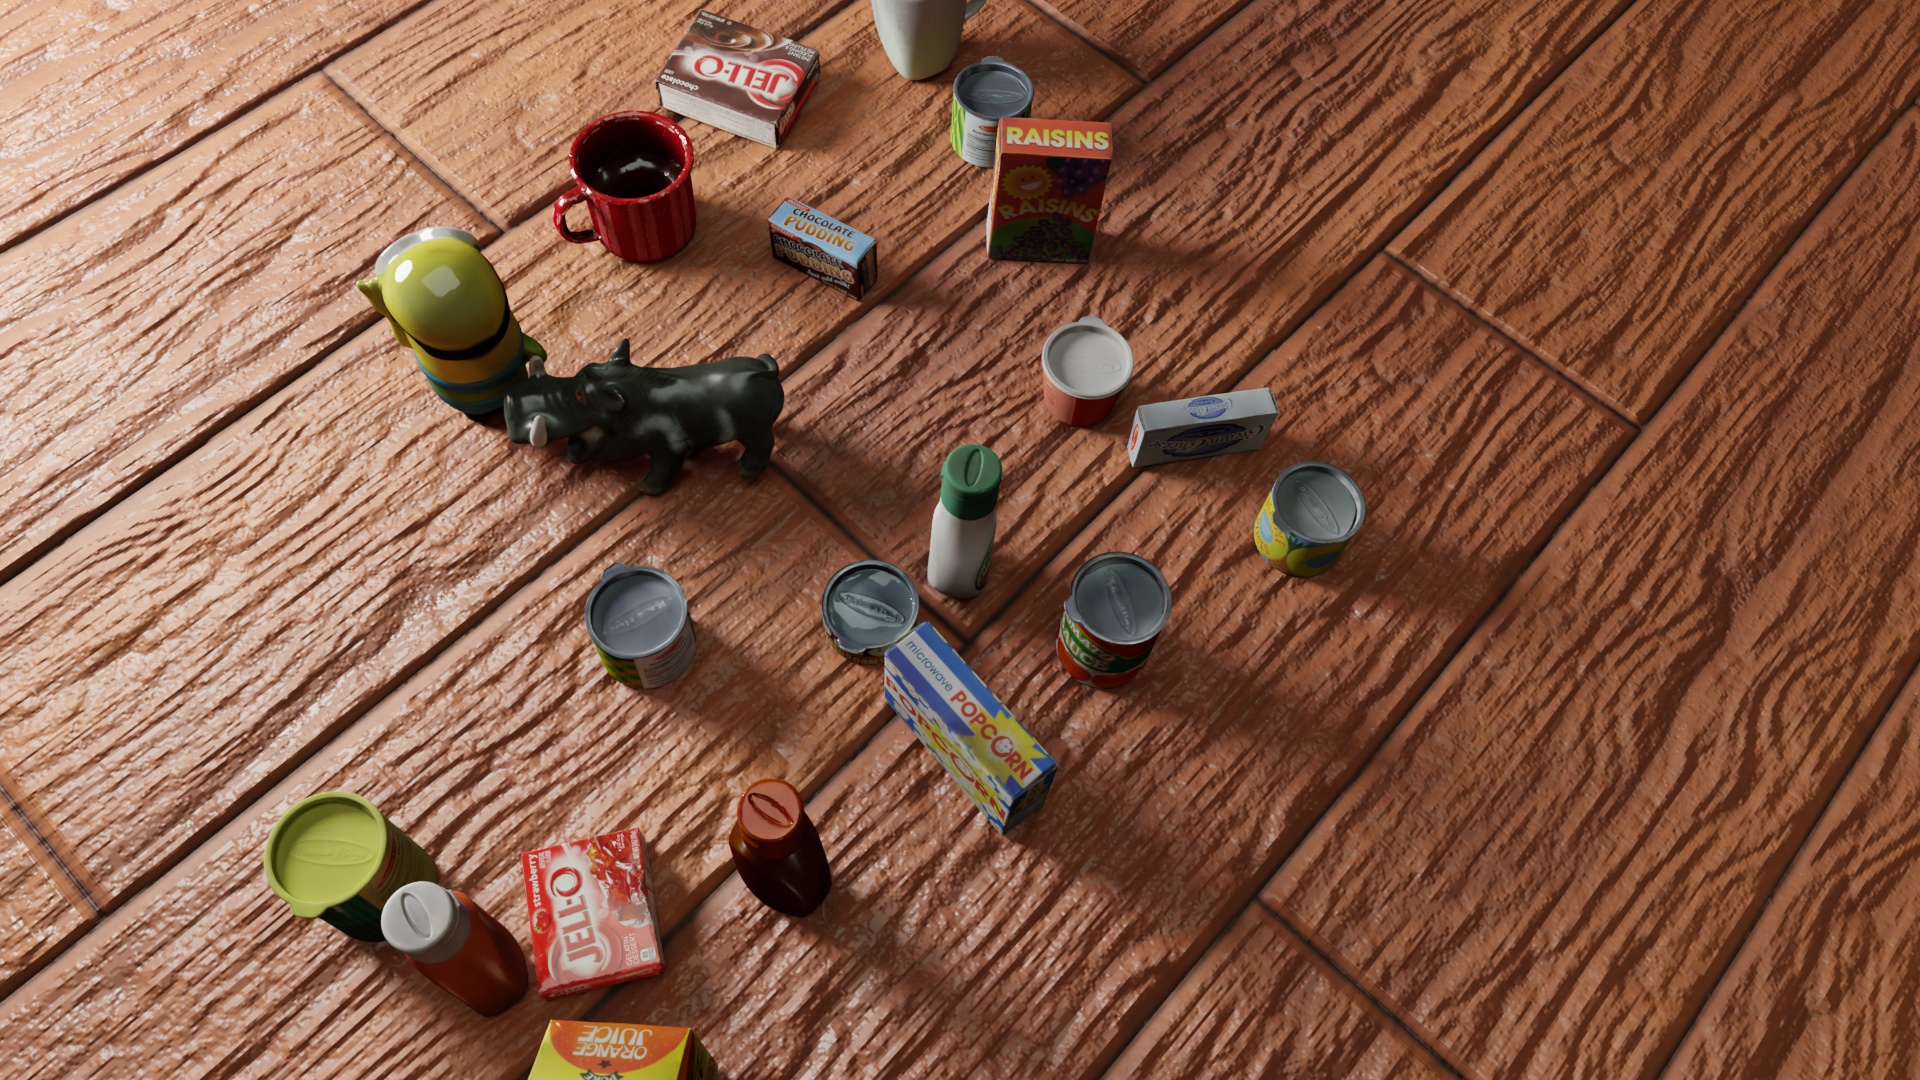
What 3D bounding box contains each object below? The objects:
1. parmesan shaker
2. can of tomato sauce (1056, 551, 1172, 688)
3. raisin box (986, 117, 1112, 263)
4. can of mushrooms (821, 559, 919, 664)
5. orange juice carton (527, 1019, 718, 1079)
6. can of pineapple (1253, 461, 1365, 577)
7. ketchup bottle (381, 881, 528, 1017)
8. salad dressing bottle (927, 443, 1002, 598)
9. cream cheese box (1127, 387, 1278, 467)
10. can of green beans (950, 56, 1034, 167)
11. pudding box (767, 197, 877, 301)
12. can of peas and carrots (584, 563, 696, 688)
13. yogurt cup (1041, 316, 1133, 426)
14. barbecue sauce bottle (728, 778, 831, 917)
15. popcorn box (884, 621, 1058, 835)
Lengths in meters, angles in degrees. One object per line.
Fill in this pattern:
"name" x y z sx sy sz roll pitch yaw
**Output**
"parmesan shaker" -0.357 0.197 0.817 0.071 0.102 0.071 2 63 -3
"can of tomato sauce" 0.100 0.056 0.933 0.071 0.082 0.071 2 63 -3
"raisin box" 0.067 -0.270 1.078 0.086 0.122 0.040 3 63 -2
"can of mushrooms" -0.063 0.051 0.952 0.071 0.033 0.071 2 63 -3
"orange juice carton" -0.175 0.297 0.727 0.072 0.191 0.073 5 63 -2
"can of pineapple" 0.247 -0.014 0.994 0.071 0.057 0.071 2 63 -3
"ketchup bottle" -0.284 0.226 0.781 0.044 0.148 0.065 -33 70 -18
"salad dressing bottle" 0.003 -0.012 0.925 0.044 0.147 0.064 12 63 3
"cream cheese box" 0.178 -0.083 1.028 0.104 0.053 0.024 -9 64 -8
"can of green beans" 0.026 -0.354 1.156 0.071 0.057 0.071 2 63 -3
"pudding box" -0.107 -0.228 1.085 0.084 0.049 0.030 29 65 11
"can of peas and carrots" -0.213 0.057 0.925 0.071 0.058 0.071 2 63 -3
"yogurt cup" 0.092 -0.122 1.042 0.072 0.053 0.073 2 63 -3
"barbecue sauce bottle" -0.108 0.179 0.818 0.065 0.148 0.044 34 66 13
"popcorn box" 0.003 0.121 0.891 0.038 0.085 0.127 -36 71 -20
